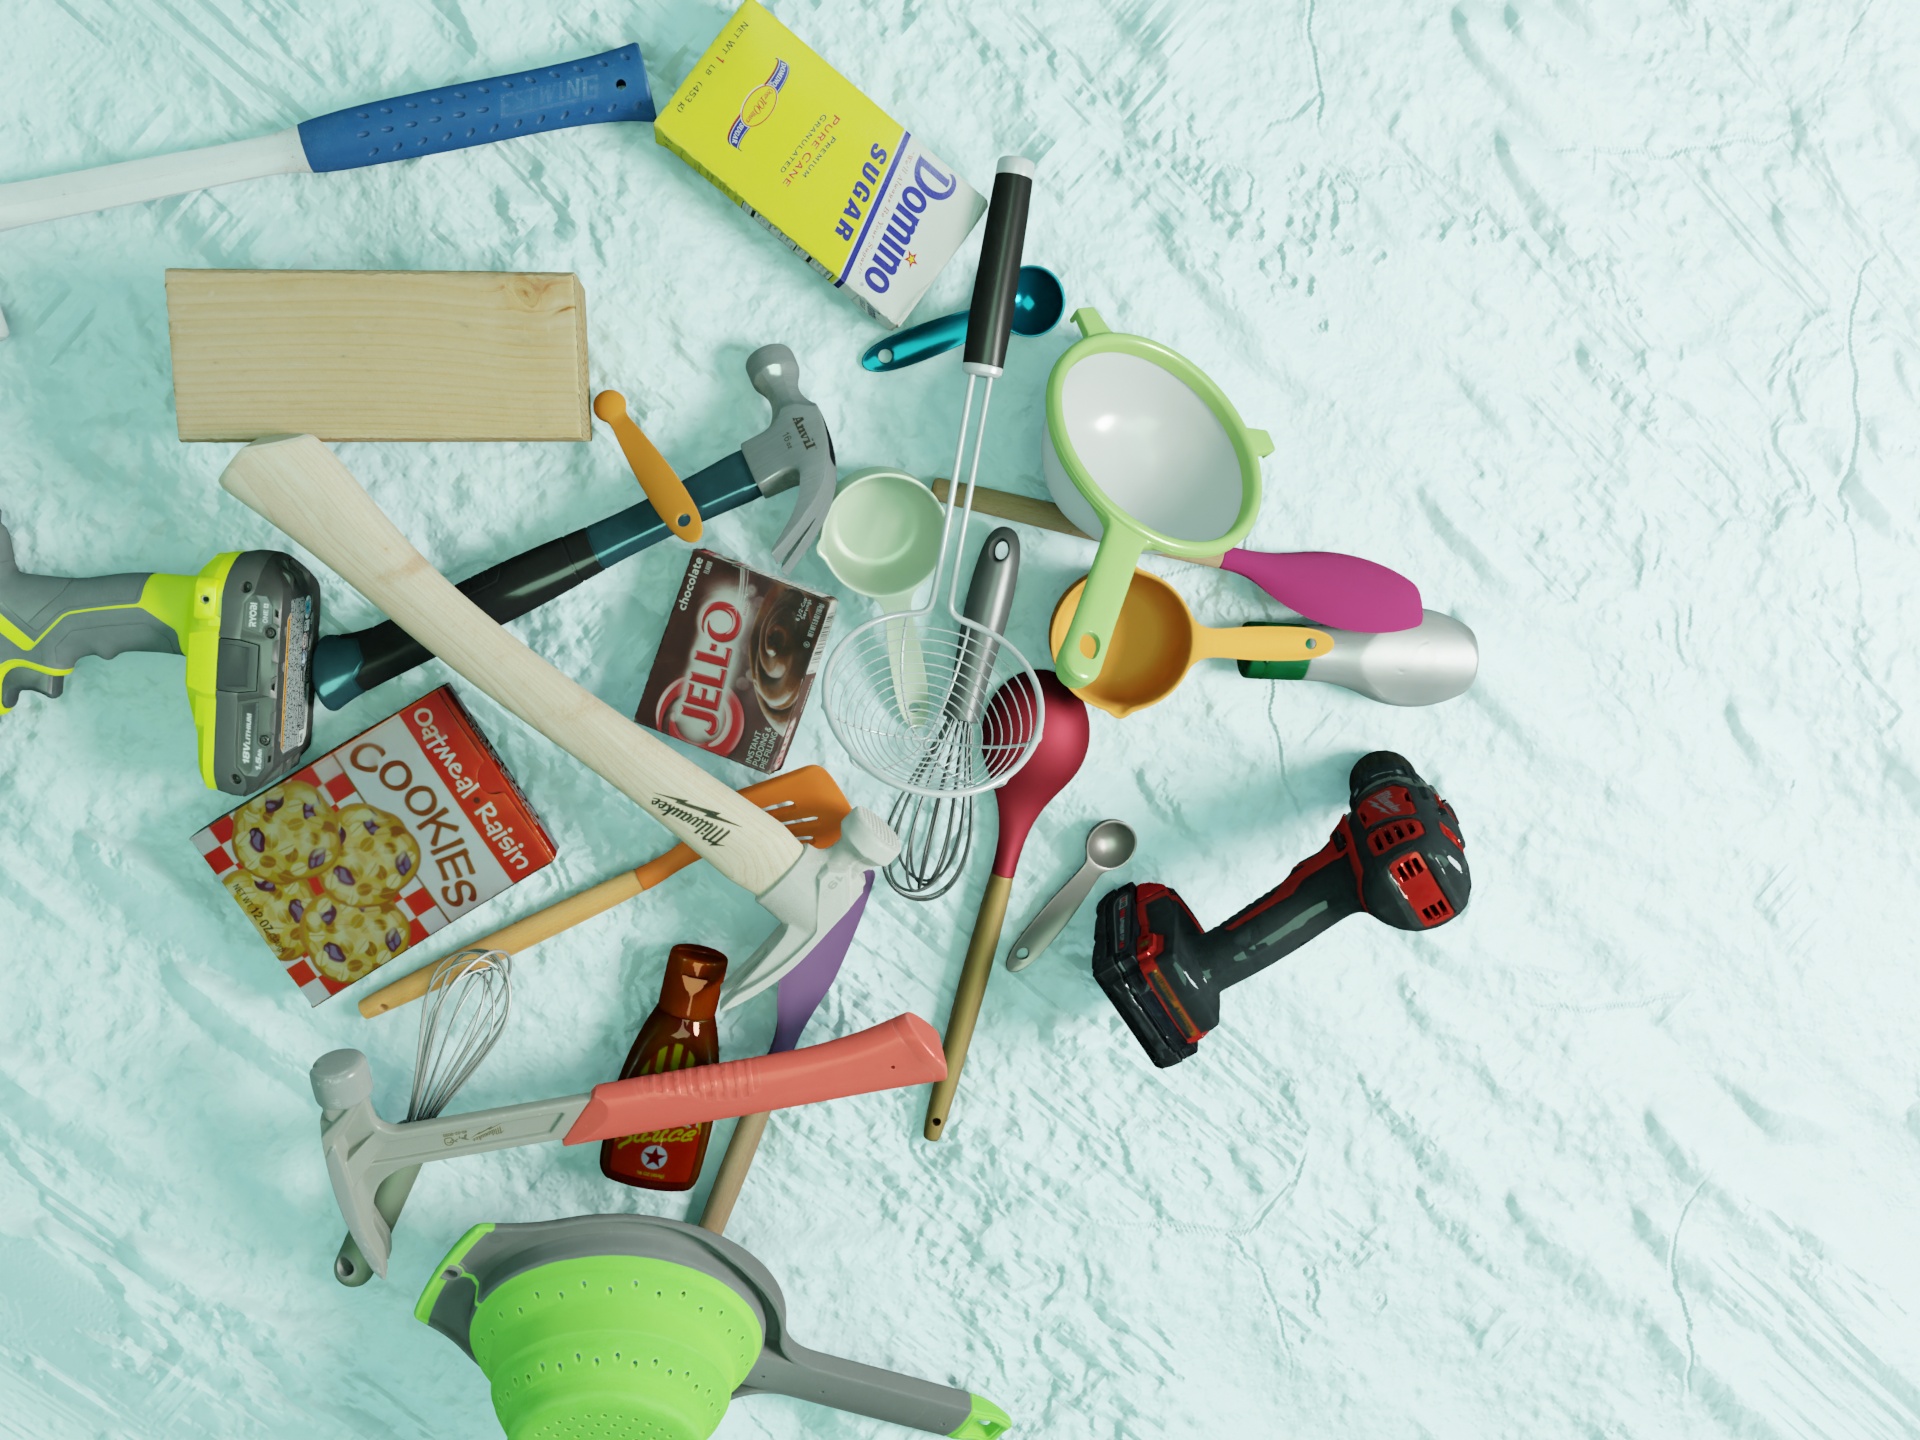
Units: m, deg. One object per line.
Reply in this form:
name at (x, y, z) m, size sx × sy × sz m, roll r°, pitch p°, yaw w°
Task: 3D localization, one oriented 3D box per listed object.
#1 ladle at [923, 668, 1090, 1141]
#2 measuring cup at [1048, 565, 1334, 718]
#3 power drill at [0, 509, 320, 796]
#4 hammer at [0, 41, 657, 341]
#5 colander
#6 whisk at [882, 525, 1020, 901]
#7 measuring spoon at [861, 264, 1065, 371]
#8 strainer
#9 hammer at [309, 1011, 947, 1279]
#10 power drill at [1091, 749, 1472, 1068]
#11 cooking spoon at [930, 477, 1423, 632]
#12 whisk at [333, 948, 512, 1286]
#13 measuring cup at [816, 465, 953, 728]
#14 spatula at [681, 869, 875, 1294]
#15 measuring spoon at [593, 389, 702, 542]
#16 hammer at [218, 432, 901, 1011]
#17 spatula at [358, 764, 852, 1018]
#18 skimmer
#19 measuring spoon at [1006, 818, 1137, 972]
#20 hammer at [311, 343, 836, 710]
ladle at (0.019, 0.122, 1.014) m, size 0.069 × 0.031 × 0.315 m, roll 14°, pitch 99°, yaw -5°
measuring cup at (0.139, -0.051, 0.983) m, size 0.173 × 0.052 × 0.095 m, roll 1°, pitch 99°, yaw -4°
power drill at (-0.489, -0.023, 0.886) m, size 0.228 × 0.080 × 0.190 m, roll 6°, pitch 98°, yaw -7°
hammer at (-0.373, -0.319, 0.875) m, size 0.405 × 0.035 × 0.144 m, roll -14°, pitch 101°, yaw -6°
colander at (-0.138, 0.424, 0.975) m, size 0.396 × 0.095 × 0.204 m, roll 24°, pitch 122°, yaw -21°
whisk at (-0.002, -0.003, 0.980) m, size 0.055 × 0.055 × 0.239 m, roll 14°, pitch 94°, yaw -11°
measuring spoon at (0.001, -0.238, 0.960) m, size 0.128 × 0.021 × 0.042 m, roll -19°, pitch 106°, yaw 4°
strainer at (0.086, -0.110, 0.918) m, size 0.151 × 0.069 × 0.256 m, roll 31°, pitch 55°, yaw -15°
hammer at (-0.186, 0.235, 0.941) m, size 0.359 × 0.037 × 0.149 m, roll -8°, pitch 115°, yaw -6°
power drill at (0.198, 0.102, 0.982) m, size 0.226 × 0.188 × 0.080 m, roll -31°, pitch 103°, yaw 16°
cooking spoon at (0.137, -0.107, 0.986) m, size 0.319 × 0.069 × 0.017 m, roll 12°, pitch 140°, yaw -6°
whisk at (-0.327, 0.242, 0.962) m, size 0.058 × 0.059 × 0.246 m, roll 31°, pitch 104°, yaw 18°
measuring cup at (-0.042, -0.075, 0.972) m, size 0.083 × 0.038 × 0.167 m, roll -13°, pitch 117°, yaw -8°
spatula at (-0.126, 0.235, 1.007) m, size 0.059 × 0.018 × 0.316 m, roll 10°, pitch 104°, yaw -53°
measuring spoon at (-0.179, -0.146, 0.905) m, size 0.021 × 0.011 × 0.117 m, roll -34°, pitch 70°, yaw -2°
hammer at (-0.230, -0.001, 0.883) m, size 0.410 × 0.038 × 0.146 m, roll 40°, pitch 100°, yaw -18°
spatula at (-0.216, 0.112, 0.967) m, size 0.322 × 0.041 × 0.080 m, roll -25°, pitch 126°, yaw -2°
skimmer at (0.006, -0.140, 0.890) m, size 0.127 × 0.090 × 0.363 m, roll 9°, pitch 93°, yaw -6°
measuring spoon at (0.068, 0.112, 1.028) m, size 0.034 × 0.018 × 0.124 m, roll 34°, pitch 99°, yaw -22°
hammer at (-0.224, -0.095, 0.921) m, size 0.331 × 0.033 × 0.128 m, roll -26°, pitch 71°, yaw 1°
